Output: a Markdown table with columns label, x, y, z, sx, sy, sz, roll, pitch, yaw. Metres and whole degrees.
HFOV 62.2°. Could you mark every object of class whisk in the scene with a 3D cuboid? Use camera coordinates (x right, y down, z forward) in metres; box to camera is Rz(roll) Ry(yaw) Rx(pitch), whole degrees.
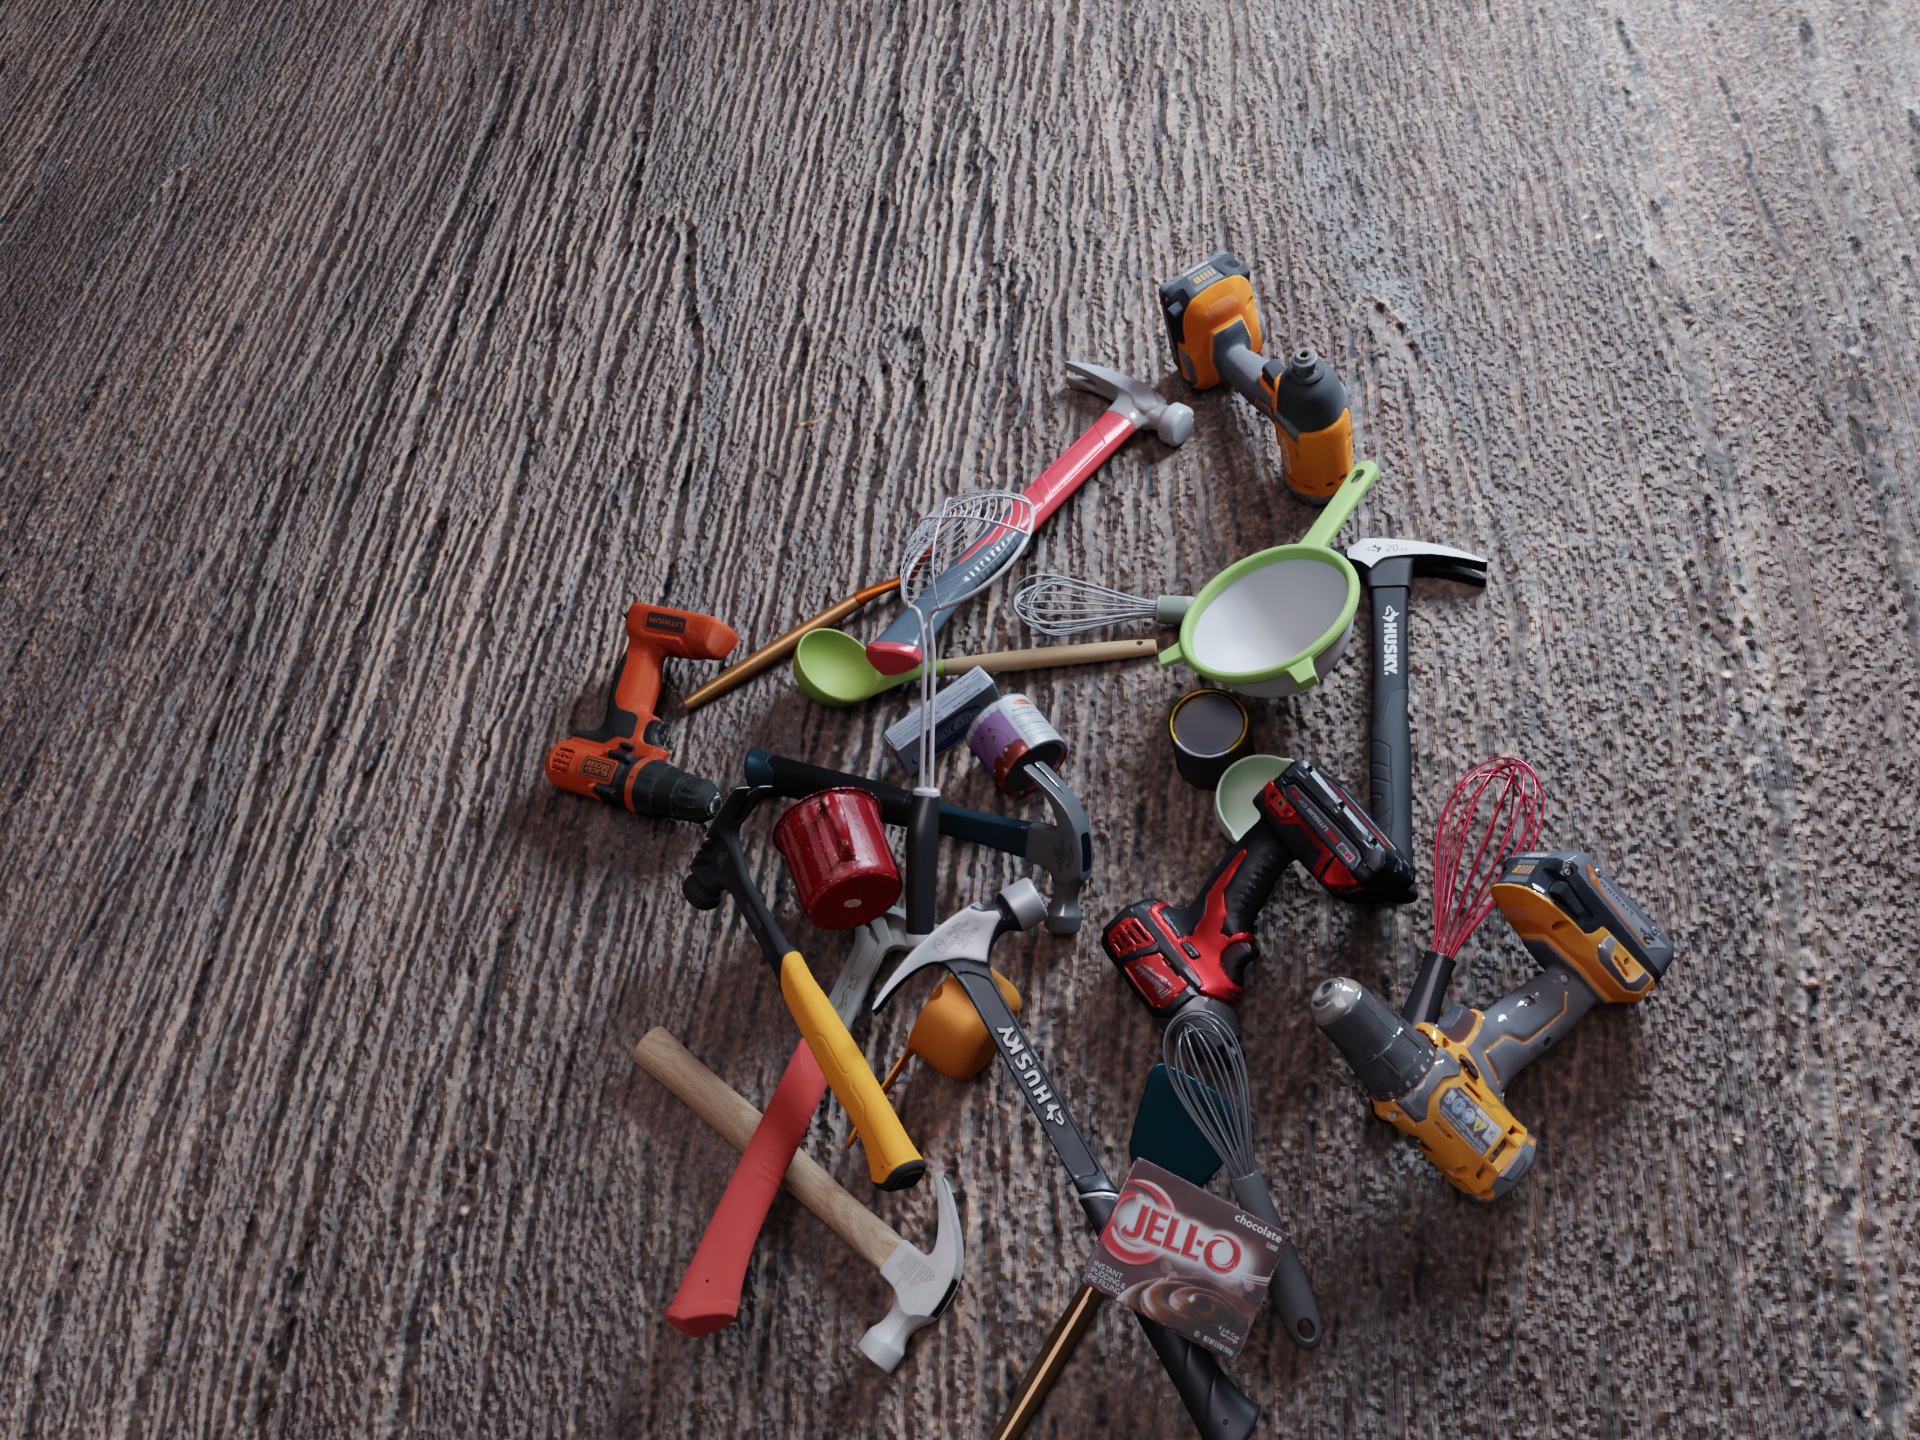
| label | x | y | z | sx | sy | sz | roll | pitch | yaw |
| --- | --- | --- | --- | --- | --- | --- | --- | --- | --- |
| whisk | 0.200 | 0.316 | 1.103 | 0.055 | 0.055 | 0.239 | -21 | 79 | 3 |
| whisk | 0.362 | 0.157 | 1.174 | 0.073 | 0.073 | 0.296 | 18 | 74 | 24 |
| whisk | 0.165 | -0.098 | 1.380 | 0.246 | 0.059 | 0.058 | 3 | 35 | 13 |

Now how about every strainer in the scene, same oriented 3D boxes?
| label | x | y | z | sx | sy | sz | roll | pitch | yaw |
| --- | --- | --- | --- | --- | --- | --- | --- | --- | --- |
| strainer | 0.287 | -0.106 | 1.305 | 0.151 | 0.069 | 0.256 | 10 | 54 | 45 |

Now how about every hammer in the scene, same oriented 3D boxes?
| label | x | y | z | sx | sy | sz | roll | pitch | yaw |
| --- | --- | --- | --- | --- | --- | --- | --- | --- | --- |
| hammer | -0.135 | 0.288 | 1.211 | 0.149 | 0.036 | 0.359 | 12 | 54 | 21 |
| hammer | 0.041 | -0.185 | 1.436 | 0.143 | 0.038 | 0.386 | 31 | 65 | 29 |
| hammer | -0.132 | 0.339 | 1.222 | 0.331 | 0.031 | 0.130 | 33 | 74 | 29 |
| hammer | 0.349 | -0.008 | 1.269 | 0.146 | 0.035 | 0.335 | -1 | 57 | 15 |
| hammer | -0.042 | 0.076 | 1.324 | 0.331 | 0.033 | 0.128 | 13 | 102 | 28 |
| hammer | 0.083 | 0.318 | 1.112 | 0.149 | 0.036 | 0.409 | -28 | 73 | -7 |
| hammer | -0.114 | 0.203 | 1.197 | 0.337 | 0.034 | 0.127 | 54 | 128 | 34 |

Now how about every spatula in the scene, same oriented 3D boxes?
| label | x | y | z | sx | sy | sz | roll | pitch | yaw |
| --- | --- | --- | --- | --- | --- | --- | --- | --- | --- |
| spatula | -0.121 | -0.105 | 1.462 | 0.322 | 0.081 | 0.041 | -32 | 95 | 1 |
| spatula | 0.093 | 0.397 | 1.119 | 0.082 | 0.044 | 0.317 | 31 | 74 | 13 |

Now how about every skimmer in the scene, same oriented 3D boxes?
| label | x | y | z | sx | sy | sz | roll | pitch | yaw |
| --- | --- | --- | --- | --- | --- | --- | --- | --- | --- |
| skimmer | -0.002 | -0.004 | 1.265 | 0.127 | 0.090 | 0.363 | 4 | 92 | 49 |

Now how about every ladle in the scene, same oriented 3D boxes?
| label | x | y | z | sx | sy | sz | roll | pitch | yaw |
| --- | --- | --- | --- | --- | --- | --- | --- | --- | --- |
| ladle | 0.010 | -0.057 | 1.394 | 0.320 | 0.062 | 0.078 | -5 | 50 | 10 |

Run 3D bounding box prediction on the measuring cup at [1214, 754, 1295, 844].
| label | x | y | z | sx | sy | sz | roll | pitch | yaw |
| --- | --- | --- | --- | --- | --- | --- | --- | --- | --- |
| measuring cup | 0.275 | 0.094 | 1.252 | 0.168 | 0.038 | 0.083 | 34 | 73 | 12 |

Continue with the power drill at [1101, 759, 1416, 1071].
| label | x | y | z | sx | sy | sz | roll | pitch | yaw |
| --- | --- | --- | --- | --- | --- | --- | --- | --- | --- |
| power drill | 0.219 | 0.147 | 1.177 | 0.219 | 0.078 | 0.143 | -45 | 57 | 14 |

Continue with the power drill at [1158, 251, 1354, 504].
| label | x | y | z | sx | sy | sz | roll | pitch | yaw |
| --- | --- | --- | --- | --- | --- | --- | --- | --- | --- |
| power drill | 0.265 | -0.314 | 1.405 | 0.084 | 0.164 | 0.227 | -30 | 56 | -2 |

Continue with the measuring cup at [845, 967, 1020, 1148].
| label | x | y | z | sx | sy | sz | roll | pitch | yaw |
| --- | --- | --- | --- | --- | --- | --- | --- | --- | --- |
| measuring cup | -0.018 | 0.263 | 1.202 | 0.052 | 0.095 | 0.174 | 32 | 76 | 19 |

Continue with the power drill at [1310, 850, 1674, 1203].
| label | x | y | z | sx | sy | sz | roll | pitch | yaw |
| --- | --- | --- | --- | --- | --- | --- | --- | --- | --- |
| power drill | 0.362 | 0.189 | 1.100 | 0.185 | 0.084 | 0.226 | 44 | 77 | -7 |
